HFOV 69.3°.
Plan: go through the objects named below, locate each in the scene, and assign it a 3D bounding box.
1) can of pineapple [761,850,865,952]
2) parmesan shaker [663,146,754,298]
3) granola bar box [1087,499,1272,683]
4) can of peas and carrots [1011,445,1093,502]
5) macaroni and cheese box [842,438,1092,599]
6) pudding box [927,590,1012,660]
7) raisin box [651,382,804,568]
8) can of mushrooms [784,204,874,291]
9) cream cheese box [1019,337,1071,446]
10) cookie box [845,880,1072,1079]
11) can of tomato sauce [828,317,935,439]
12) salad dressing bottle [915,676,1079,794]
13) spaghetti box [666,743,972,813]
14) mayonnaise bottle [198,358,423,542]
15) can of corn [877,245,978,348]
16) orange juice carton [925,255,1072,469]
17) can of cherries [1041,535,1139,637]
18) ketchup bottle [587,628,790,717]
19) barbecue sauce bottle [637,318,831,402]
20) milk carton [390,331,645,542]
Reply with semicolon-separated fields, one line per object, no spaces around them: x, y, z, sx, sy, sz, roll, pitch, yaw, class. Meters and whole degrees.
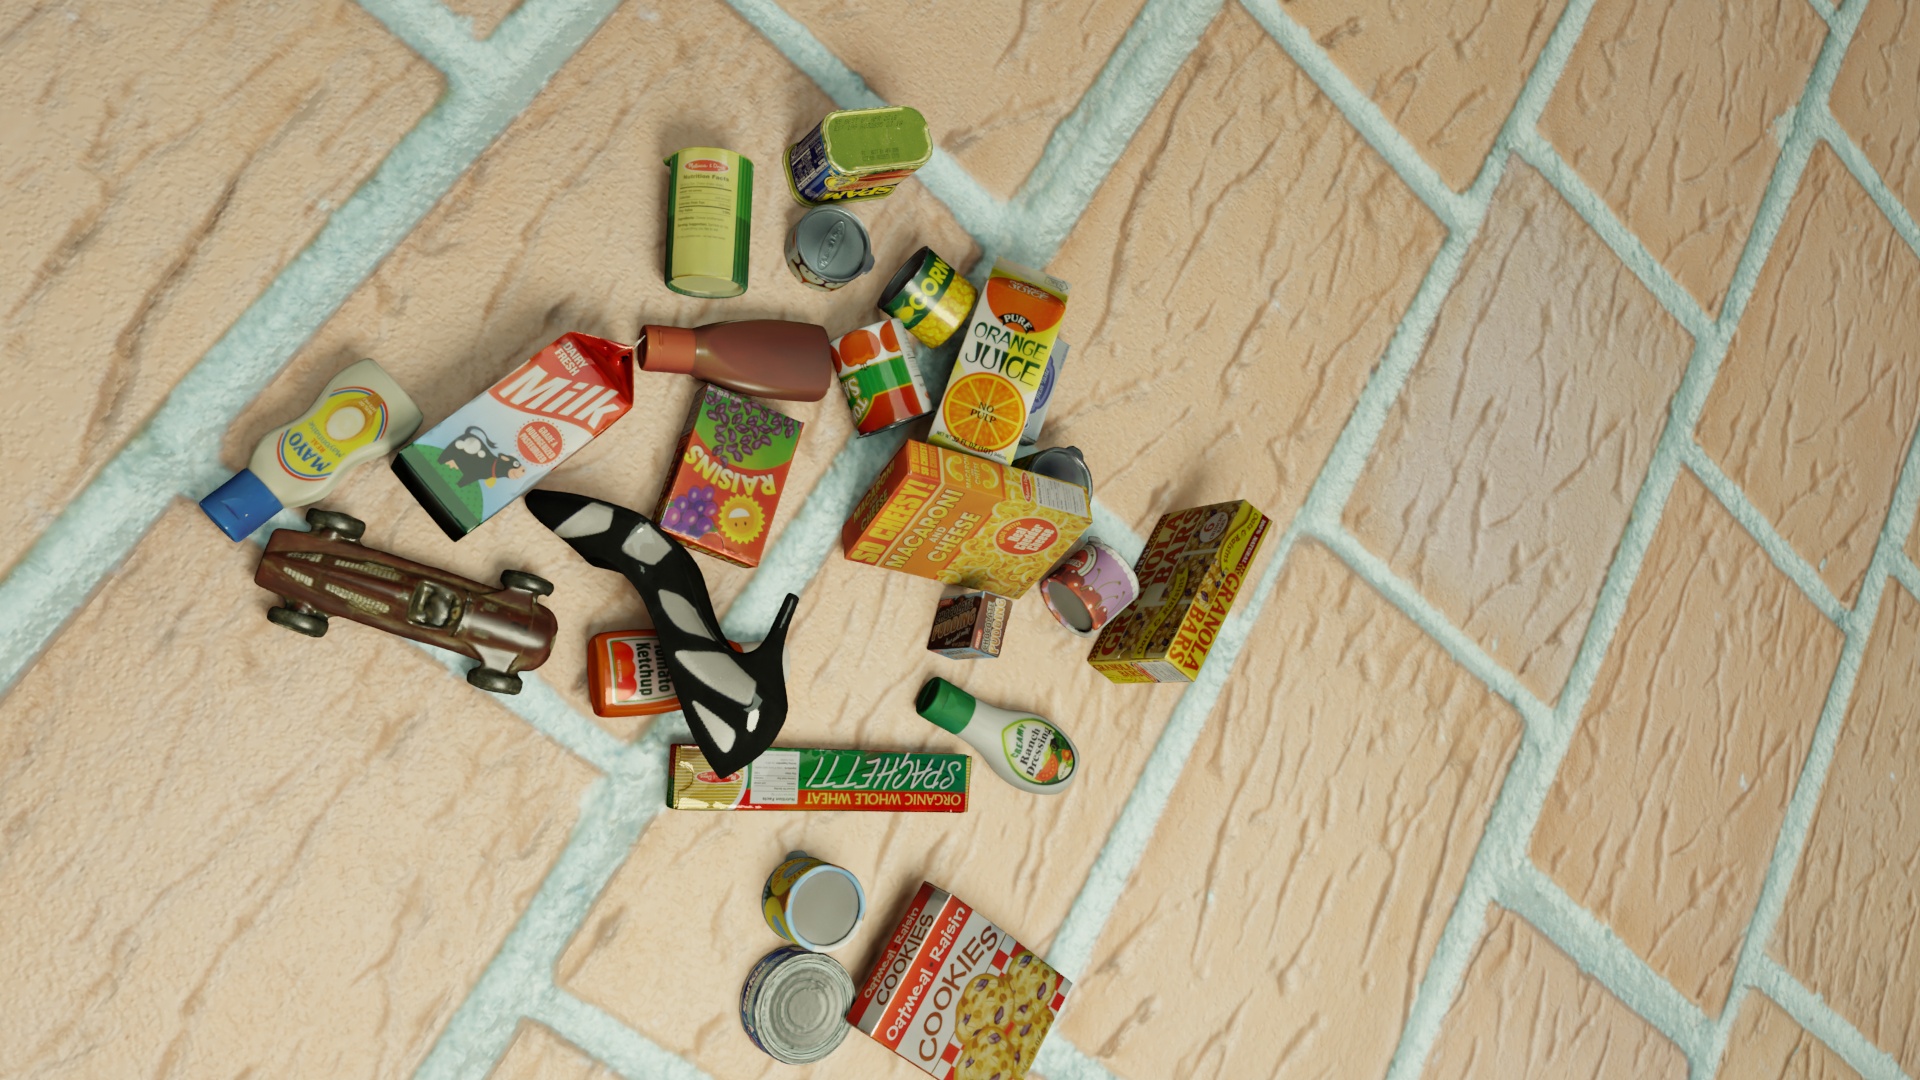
-0.114;0.279;1.075;0.071;0.057;0.071;3;82;-26;can of pineapple
-0.201;-0.248;1.093;0.071;0.071;0.103;5;82;-27;parmesan shaker
0.191;0.046;1.223;0.039;0.124;0.166;37;69;-19;granola bar box
0.073;-0.047;1.211;0.071;0.058;0.071;4;82;-27;can of peas and carrots
0.004;-0.014;1.136;0.166;0.123;0.040;14;49;-25;macaroni and cheese box
0.007;0.071;1.148;0.030;0.083;0.050;21;75;-23;pudding box
-0.183;-0.049;1.091;0.086;0.040;0.123;23;75;-24;raisin box
-0.109;-0.241;1.156;0.071;0.033;0.071;4;81;-27;can of mushrooms
0.057;-0.140;1.233;0.053;0.024;0.104;26;73;-21;cream cheese box
0.002;0.369;1.115;0.167;0.040;0.123;44;67;-31;cookie box
-0.068;-0.133;1.146;0.071;0.071;0.083;-21;93;-27;can of tomato sauce
0.031;0.164;1.172;0.147;0.044;0.064;31;70;-20;salad dressing bottle
-0.108;0.191;1.105;0.250;0.028;0.050;6;81;-26;spaghetti box
-0.447;-0.059;0.955;0.149;0.041;0.064;-46;105;-25;mayonnaise bottle
-0.026;-0.205;1.173;0.058;0.071;0.071;38;69;-19;can of corn
0.033;-0.147;1.172;0.072;0.073;0.193;21;74;-2;orange juice carton
0.112;0.041;1.216;0.058;0.071;0.071;-38;102;-24;can of cherries
-0.205;0.098;1.059;0.149;0.043;0.065;-2;76;-28;ketchup bottle
-0.178;-0.147;1.102;0.149;0.043;0.065;2;71;-26;barbecue sauce bottle
-0.310;-0.087;1.012;0.191;0.072;0.073;-43;103;-25;milk carton
